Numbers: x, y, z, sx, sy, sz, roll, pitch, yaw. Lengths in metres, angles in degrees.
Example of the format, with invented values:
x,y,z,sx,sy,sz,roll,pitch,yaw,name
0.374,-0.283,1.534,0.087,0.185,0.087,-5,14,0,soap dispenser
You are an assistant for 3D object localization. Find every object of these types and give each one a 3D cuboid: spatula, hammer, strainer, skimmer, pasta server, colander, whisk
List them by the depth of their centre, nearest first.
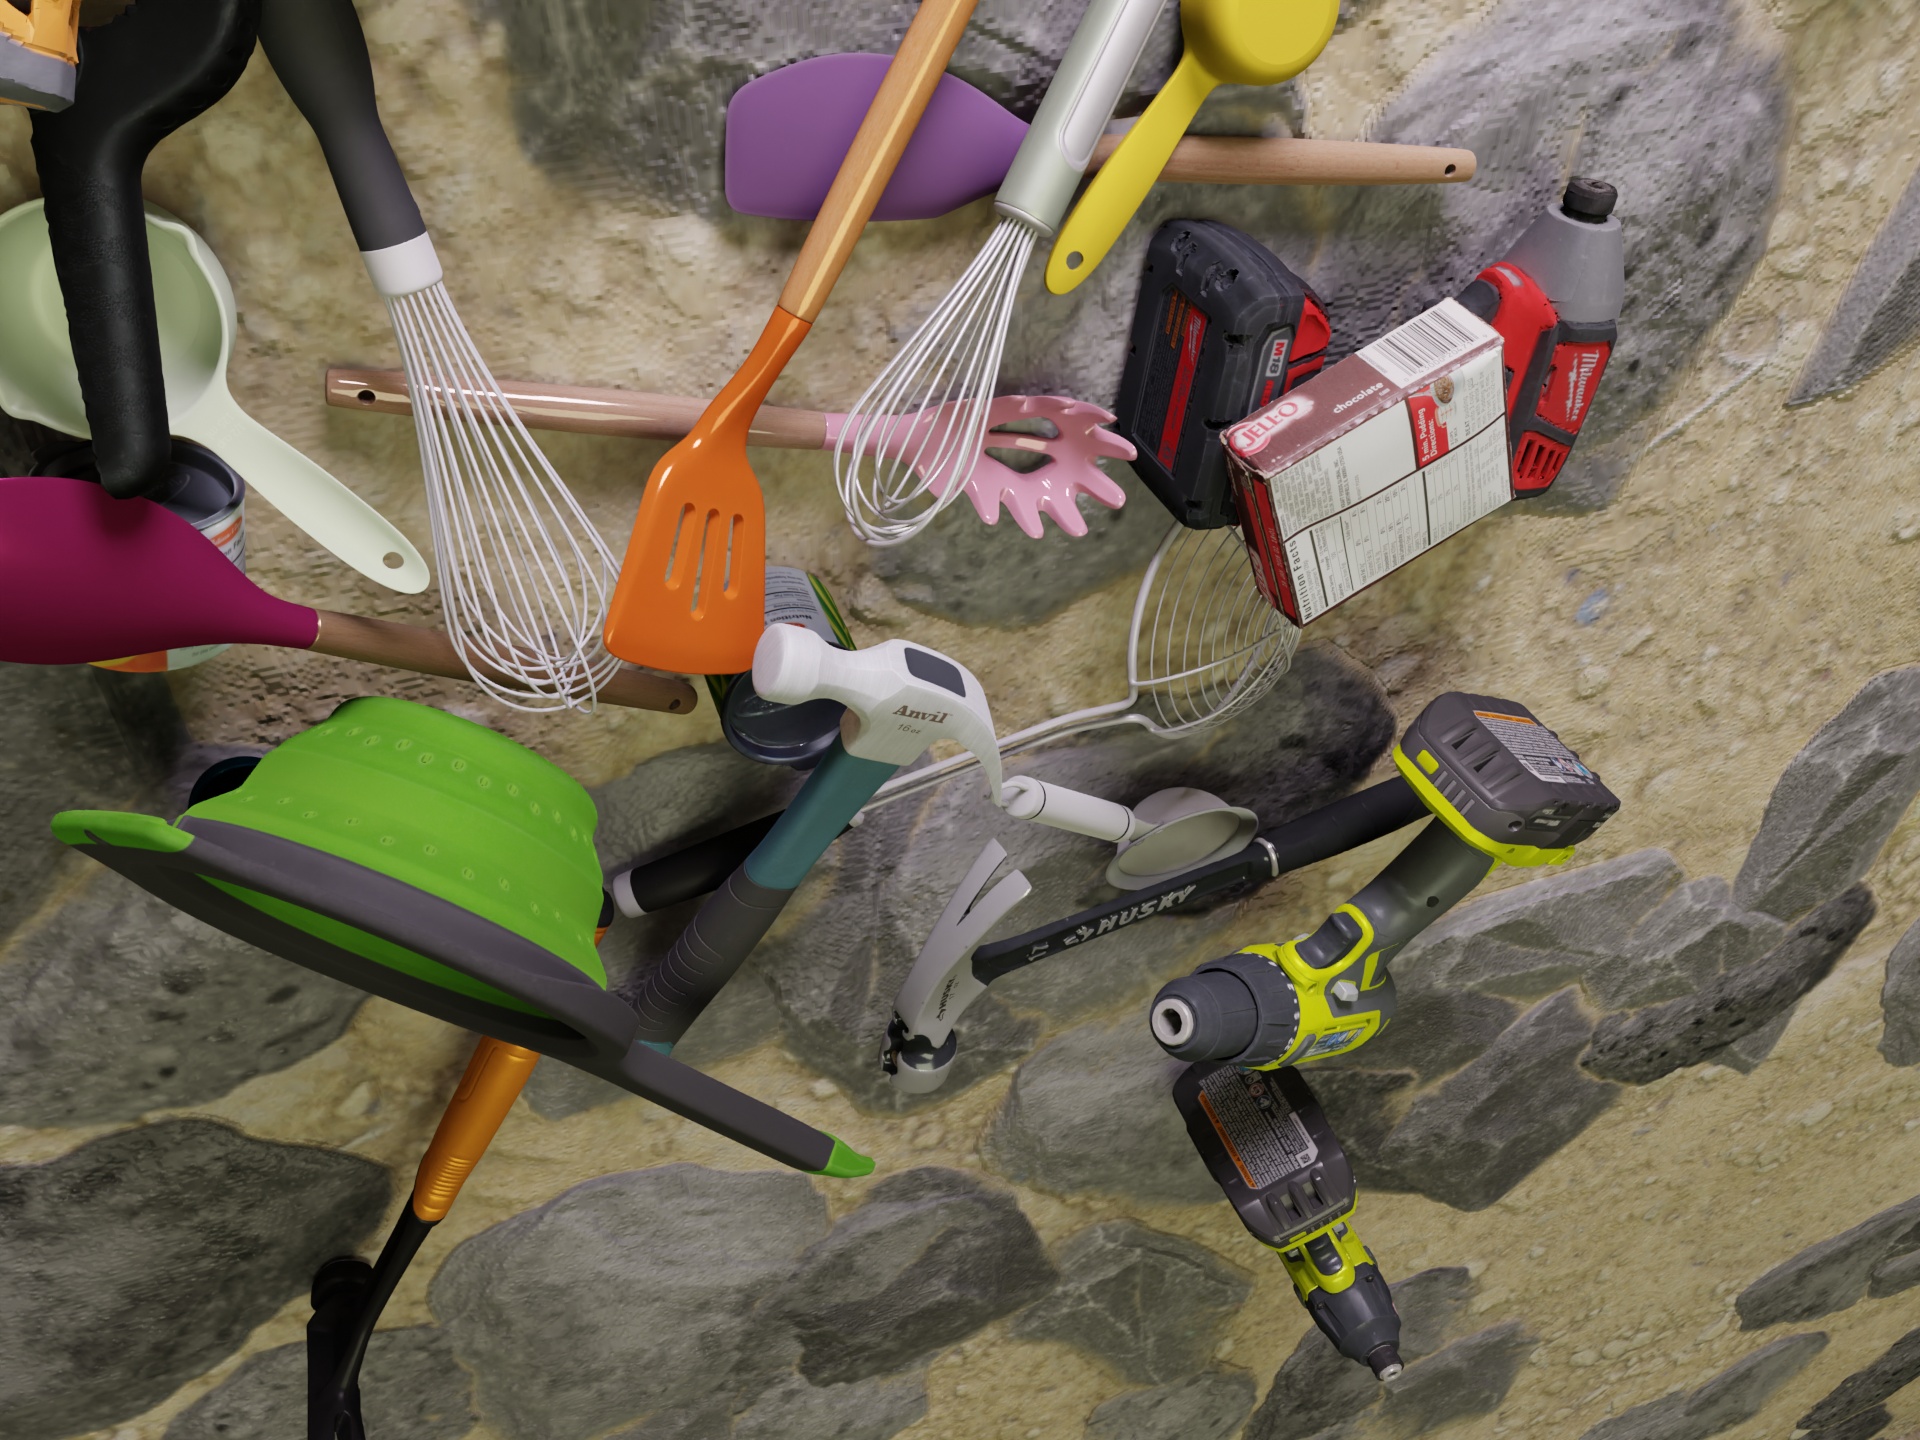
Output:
x,y,z,sx,sy,sz,roll,pitch,yaw,name
-0.177,-0.123,0.538,0.070,0.070,0.284,-19,121,-9,whisk
-0.042,-0.163,0.567,0.081,0.041,0.322,6,118,-53,spatula
0.020,-0.175,0.578,0.057,0.059,0.246,18,103,-45,whisk
0.065,-0.219,0.612,0.315,0.018,0.059,-5,126,-20,spatula
-0.079,-0.113,0.623,0.316,0.040,0.060,1,119,-24,pasta server
-0.160,0.094,0.673,0.396,0.204,0.094,39,61,-39,colander
-0.092,0.075,0.724,0.128,0.033,0.331,11,138,-30,hammer
-0.001,-0.002,0.761,0.363,0.090,0.127,-22,139,8,skimmer
-0.252,0.219,0.786,0.034,0.127,0.336,19,113,-30,hammer
0.081,0.050,0.796,0.087,0.050,0.258,-33,155,21,strainer
0.145,0.072,0.822,0.409,0.036,0.149,-17,142,-31,hammer

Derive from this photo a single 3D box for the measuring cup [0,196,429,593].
x,y,z,sx,sy,sz,roll,pitch,yaw,name
-0.244,-0.104,0.531,0.083,0.038,0.167,-42,120,7,measuring cup

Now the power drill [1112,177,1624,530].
x,y,z,sx,sy,sz,roll,pitch,yaw,name
0.186,-0.159,0.683,0.219,0.079,0.143,-9,131,-22,power drill

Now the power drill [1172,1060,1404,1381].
x,y,z,sx,sy,sz,roll,pitch,yaw,name
0.226,0.325,1.052,0.080,0.171,0.223,-29,131,1,power drill

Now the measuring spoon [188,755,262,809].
x,y,z,sx,sy,sz,roll,pitch,yaw,name
-0.264,0.035,0.683,0.128,0.021,0.042,9,118,-41,measuring spoon

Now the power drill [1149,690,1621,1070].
x,y,z,sx,sy,sz,roll,pitch,yaw,name
0.208,0.094,0.812,0.190,0.080,0.228,5,130,-49,power drill

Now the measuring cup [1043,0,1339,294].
x,y,z,sx,sy,sz,roll,pitch,yaw,name
0.083,-0.222,0.589,0.062,0.029,0.156,30,99,-33,measuring cup

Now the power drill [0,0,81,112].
x,y,z,sx,sy,sz,roll,pitch,yaw,name
-0.313,-0.253,0.348,0.226,0.084,0.185,5,104,-26,power drill

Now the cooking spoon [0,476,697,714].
x,y,z,sx,sy,sz,roll,pitch,yaw,name
-0.215,-0.029,0.583,0.318,0.017,0.068,12,117,-53,cooking spoon
